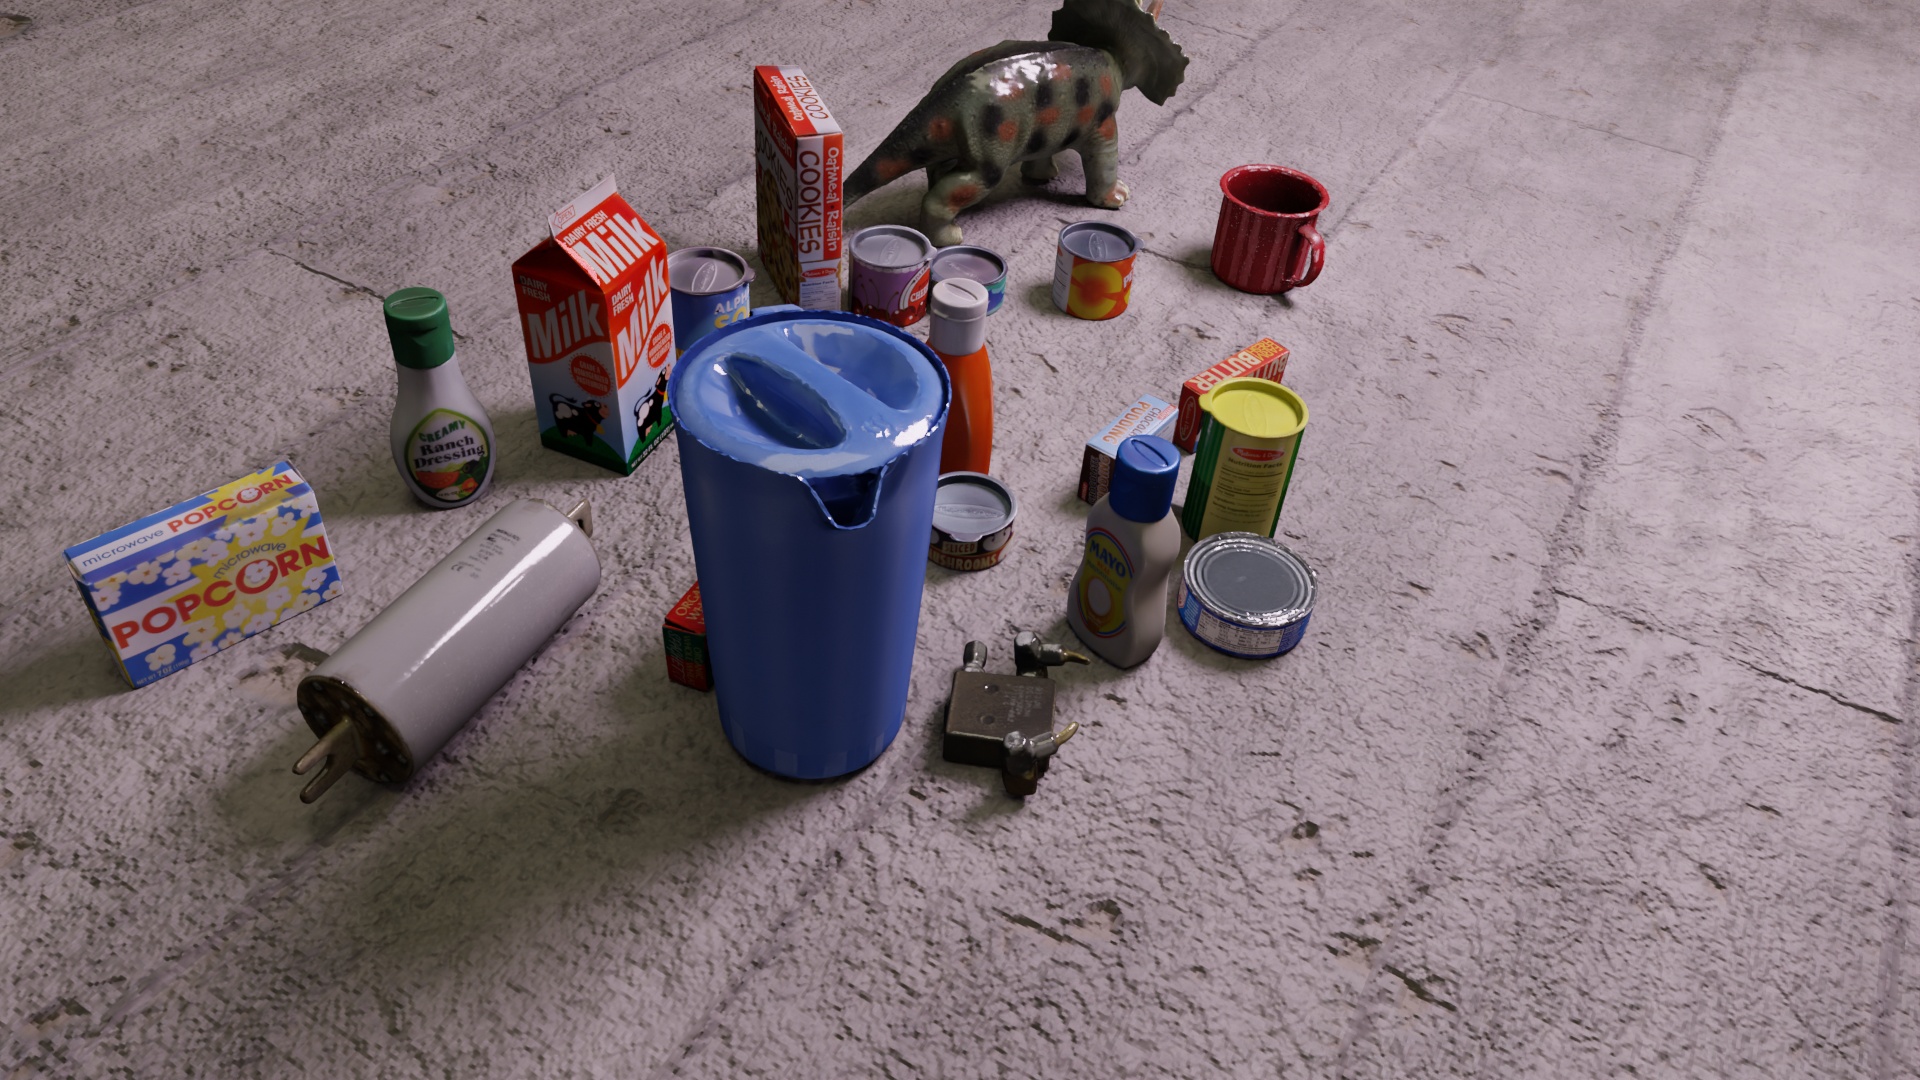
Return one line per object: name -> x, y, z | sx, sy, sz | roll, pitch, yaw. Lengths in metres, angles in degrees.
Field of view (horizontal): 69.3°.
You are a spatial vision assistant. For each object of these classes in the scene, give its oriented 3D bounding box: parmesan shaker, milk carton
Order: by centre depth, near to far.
milk carton -> -0.241, -0.145, 0.925 | 0.073, 0.189, 0.073 | 18, 43, 14
parmesan shaker -> 0.186, -0.049, 0.930 | 0.071, 0.102, 0.072 | 3, 41, -3

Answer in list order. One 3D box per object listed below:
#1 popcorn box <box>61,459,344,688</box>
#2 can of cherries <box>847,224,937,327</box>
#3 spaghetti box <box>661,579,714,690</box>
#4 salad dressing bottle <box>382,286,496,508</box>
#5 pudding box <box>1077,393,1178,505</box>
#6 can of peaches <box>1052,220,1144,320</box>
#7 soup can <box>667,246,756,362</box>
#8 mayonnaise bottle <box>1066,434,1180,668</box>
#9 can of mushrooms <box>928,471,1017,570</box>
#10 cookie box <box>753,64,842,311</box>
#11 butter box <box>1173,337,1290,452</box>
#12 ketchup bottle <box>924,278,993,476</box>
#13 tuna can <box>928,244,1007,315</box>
popcorn box -> -0.431, 0.019, 0.799 | 0.127, 0.084, 0.038 | -31, 53, -34
can of cherries -> -0.055, -0.212, 1.121 | 0.071, 0.058, 0.072 | 3, 41, -3
spaghetti box -> -0.110, -0.004, 0.887 | 0.029, 0.049, 0.251 | 19, 43, 15
salad dressing bottle -> -0.335, -0.089, 0.884 | 0.064, 0.146, 0.044 | -16, 46, -22
pudding box -> 0.118, -0.062, 0.977 | 0.030, 0.049, 0.084 | 29, 46, 24
can of peaches -> 0.113, -0.224, 1.153 | 0.071, 0.057, 0.071 | 3, 41, -3
soup can -> -0.187, -0.166, 1.035 | 0.071, 0.083, 0.072 | 3, 41, -3
mayonnaise bottle -> 0.100, 0.005, 0.825 | 0.041, 0.147, 0.065 | -25, 50, -30
can of mushrooms -> 0.003, -0.012, 0.920 | 0.071, 0.033, 0.071 | 3, 41, -3
cookie box -> -0.130, -0.271, 1.098 | 0.040, 0.166, 0.123 | -11, 44, -18
butter box -> 0.202, -0.109, 1.037 | 0.104, 0.052, 0.024 | -30, 52, -33
ketchup bottle -> -0.006, -0.104, 0.936 | 0.065, 0.148, 0.044 | 32, 48, 27
tuna can -> 0.003, -0.213, 1.148 | 0.071, 0.032, 0.071 | 3, 41, -3
